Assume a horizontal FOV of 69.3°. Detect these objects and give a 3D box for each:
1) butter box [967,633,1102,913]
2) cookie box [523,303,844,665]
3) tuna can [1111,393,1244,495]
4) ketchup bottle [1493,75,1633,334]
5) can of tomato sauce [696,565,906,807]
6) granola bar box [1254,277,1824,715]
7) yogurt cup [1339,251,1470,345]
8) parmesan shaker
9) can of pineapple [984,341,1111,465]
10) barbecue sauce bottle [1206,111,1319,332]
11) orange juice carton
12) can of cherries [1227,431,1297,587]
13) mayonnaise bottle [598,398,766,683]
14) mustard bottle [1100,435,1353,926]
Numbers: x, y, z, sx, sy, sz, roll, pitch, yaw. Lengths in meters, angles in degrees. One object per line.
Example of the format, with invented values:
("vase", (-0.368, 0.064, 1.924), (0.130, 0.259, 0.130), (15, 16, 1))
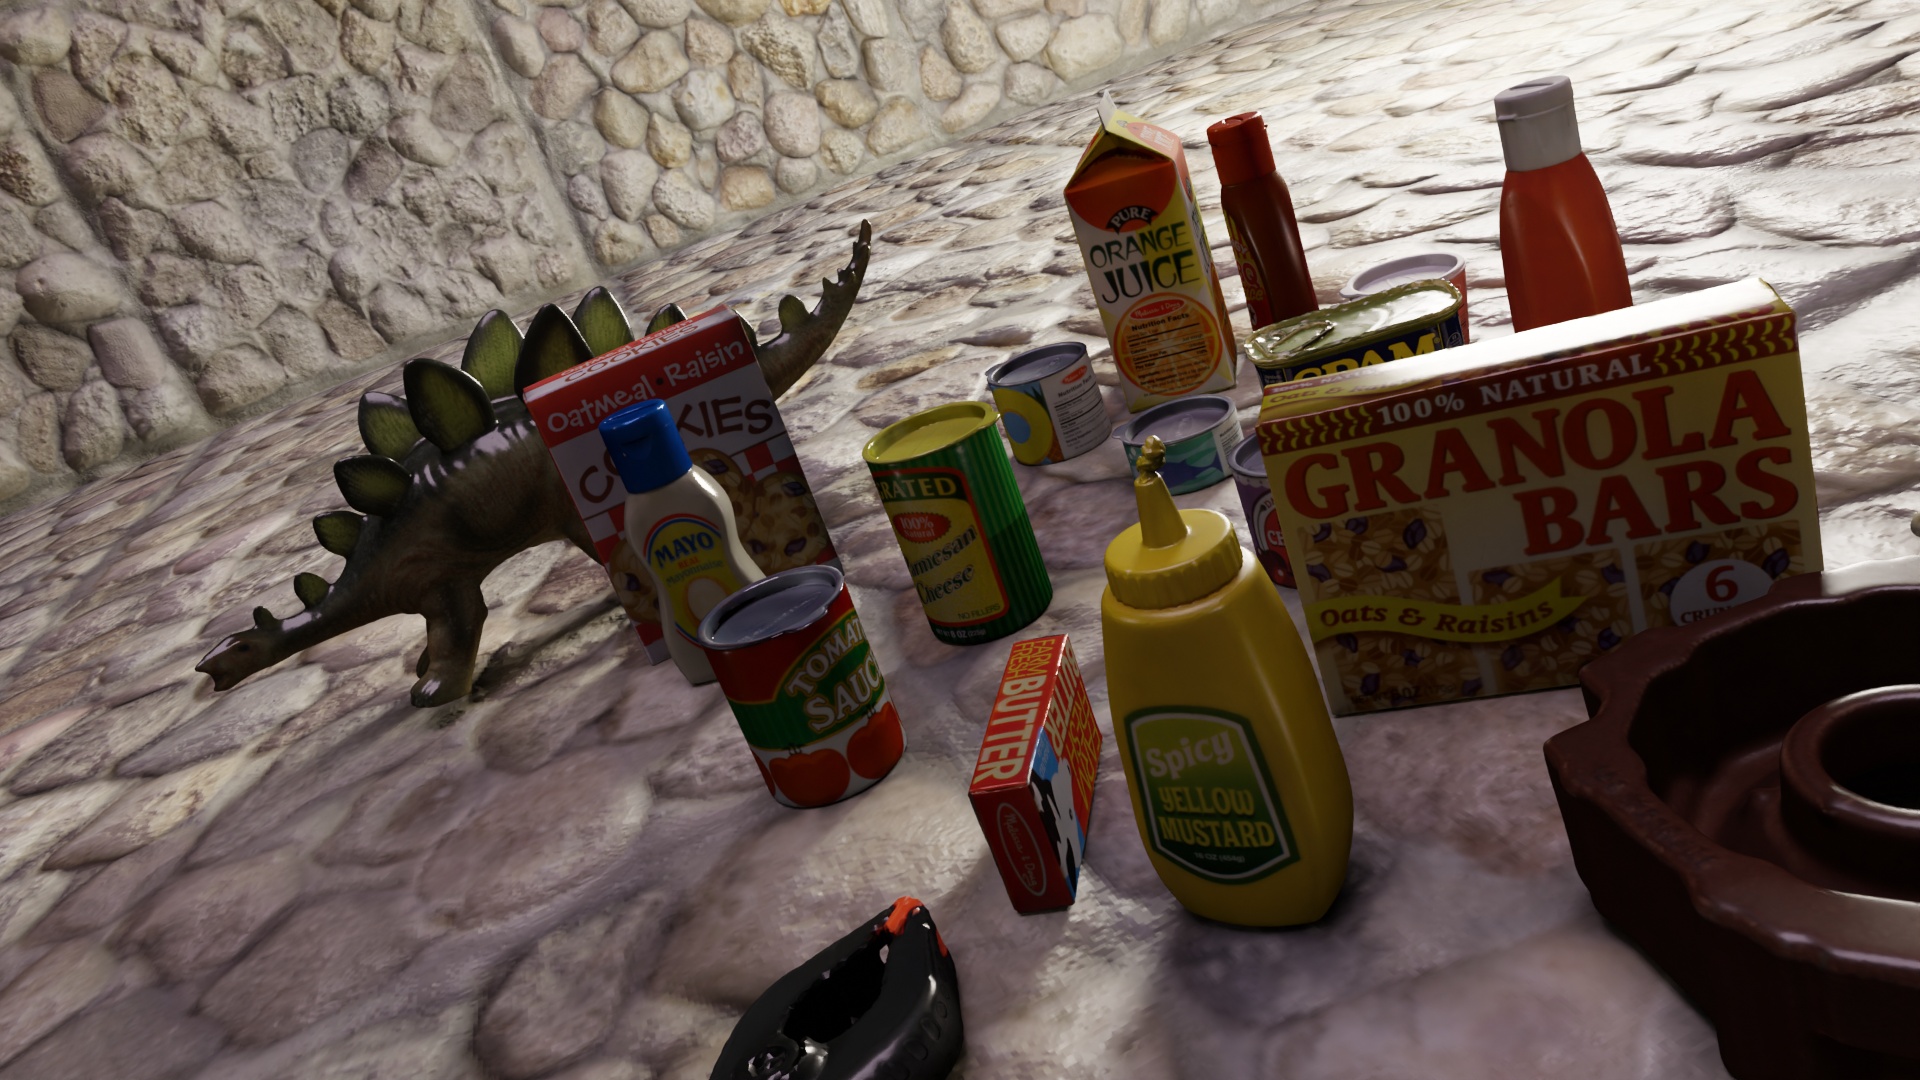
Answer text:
("butter box", (0.030, 0.082, 0.511), (0.024, 0.053, 0.104), (-13, 23, 18))
("cookie box", (-0.154, -0.032, 0.785), (0.123, 0.167, 0.040), (-25, 22, -13))
("tuna can", (0.123, -0.053, 0.778), (0.071, 0.032, 0.071), (-17, 22, 7))
("ketchup bottle", (0.306, -0.160, 0.715), (0.044, 0.148, 0.065), (-27, 22, -16))
("can of tomato sauce", (-0.066, 0.063, 0.598), (0.071, 0.082, 0.071), (-17, 22, 7))
("granola bar box", (0.200, -0.010, 0.484), (0.165, 0.123, 0.039), (-11, 23, 22))
("yogurt cup", (0.265, -0.132, 0.812), (0.072, 0.053, 0.073), (-17, 22, 7))
("parmesan shaker", (0.002, -0.009, 0.681), (0.071, 0.102, 0.071), (-17, 22, 7))
("can of pineapple", (0.056, -0.087, 0.883), (0.071, 0.057, 0.071), (-17, 22, 7))
("barbecue sauce bottle", (0.198, -0.204, 0.913), (0.044, 0.148, 0.065), (-20, 21, 0))
("orange juice carton", (0.118, -0.188, 0.884), (0.073, 0.192, 0.072), (-13, 22, 18))
("can of cherries", (0.160, -0.018, 0.627), (0.071, 0.058, 0.072), (-17, 22, 7))
("mayonnaise bottle", (-0.143, 0.000, 0.726), (0.065, 0.147, 0.041), (-20, 21, 0))
("mustard bottle", (0.074, 0.043, 0.420), (0.065, 0.159, 0.049), (-6, 25, 32))
